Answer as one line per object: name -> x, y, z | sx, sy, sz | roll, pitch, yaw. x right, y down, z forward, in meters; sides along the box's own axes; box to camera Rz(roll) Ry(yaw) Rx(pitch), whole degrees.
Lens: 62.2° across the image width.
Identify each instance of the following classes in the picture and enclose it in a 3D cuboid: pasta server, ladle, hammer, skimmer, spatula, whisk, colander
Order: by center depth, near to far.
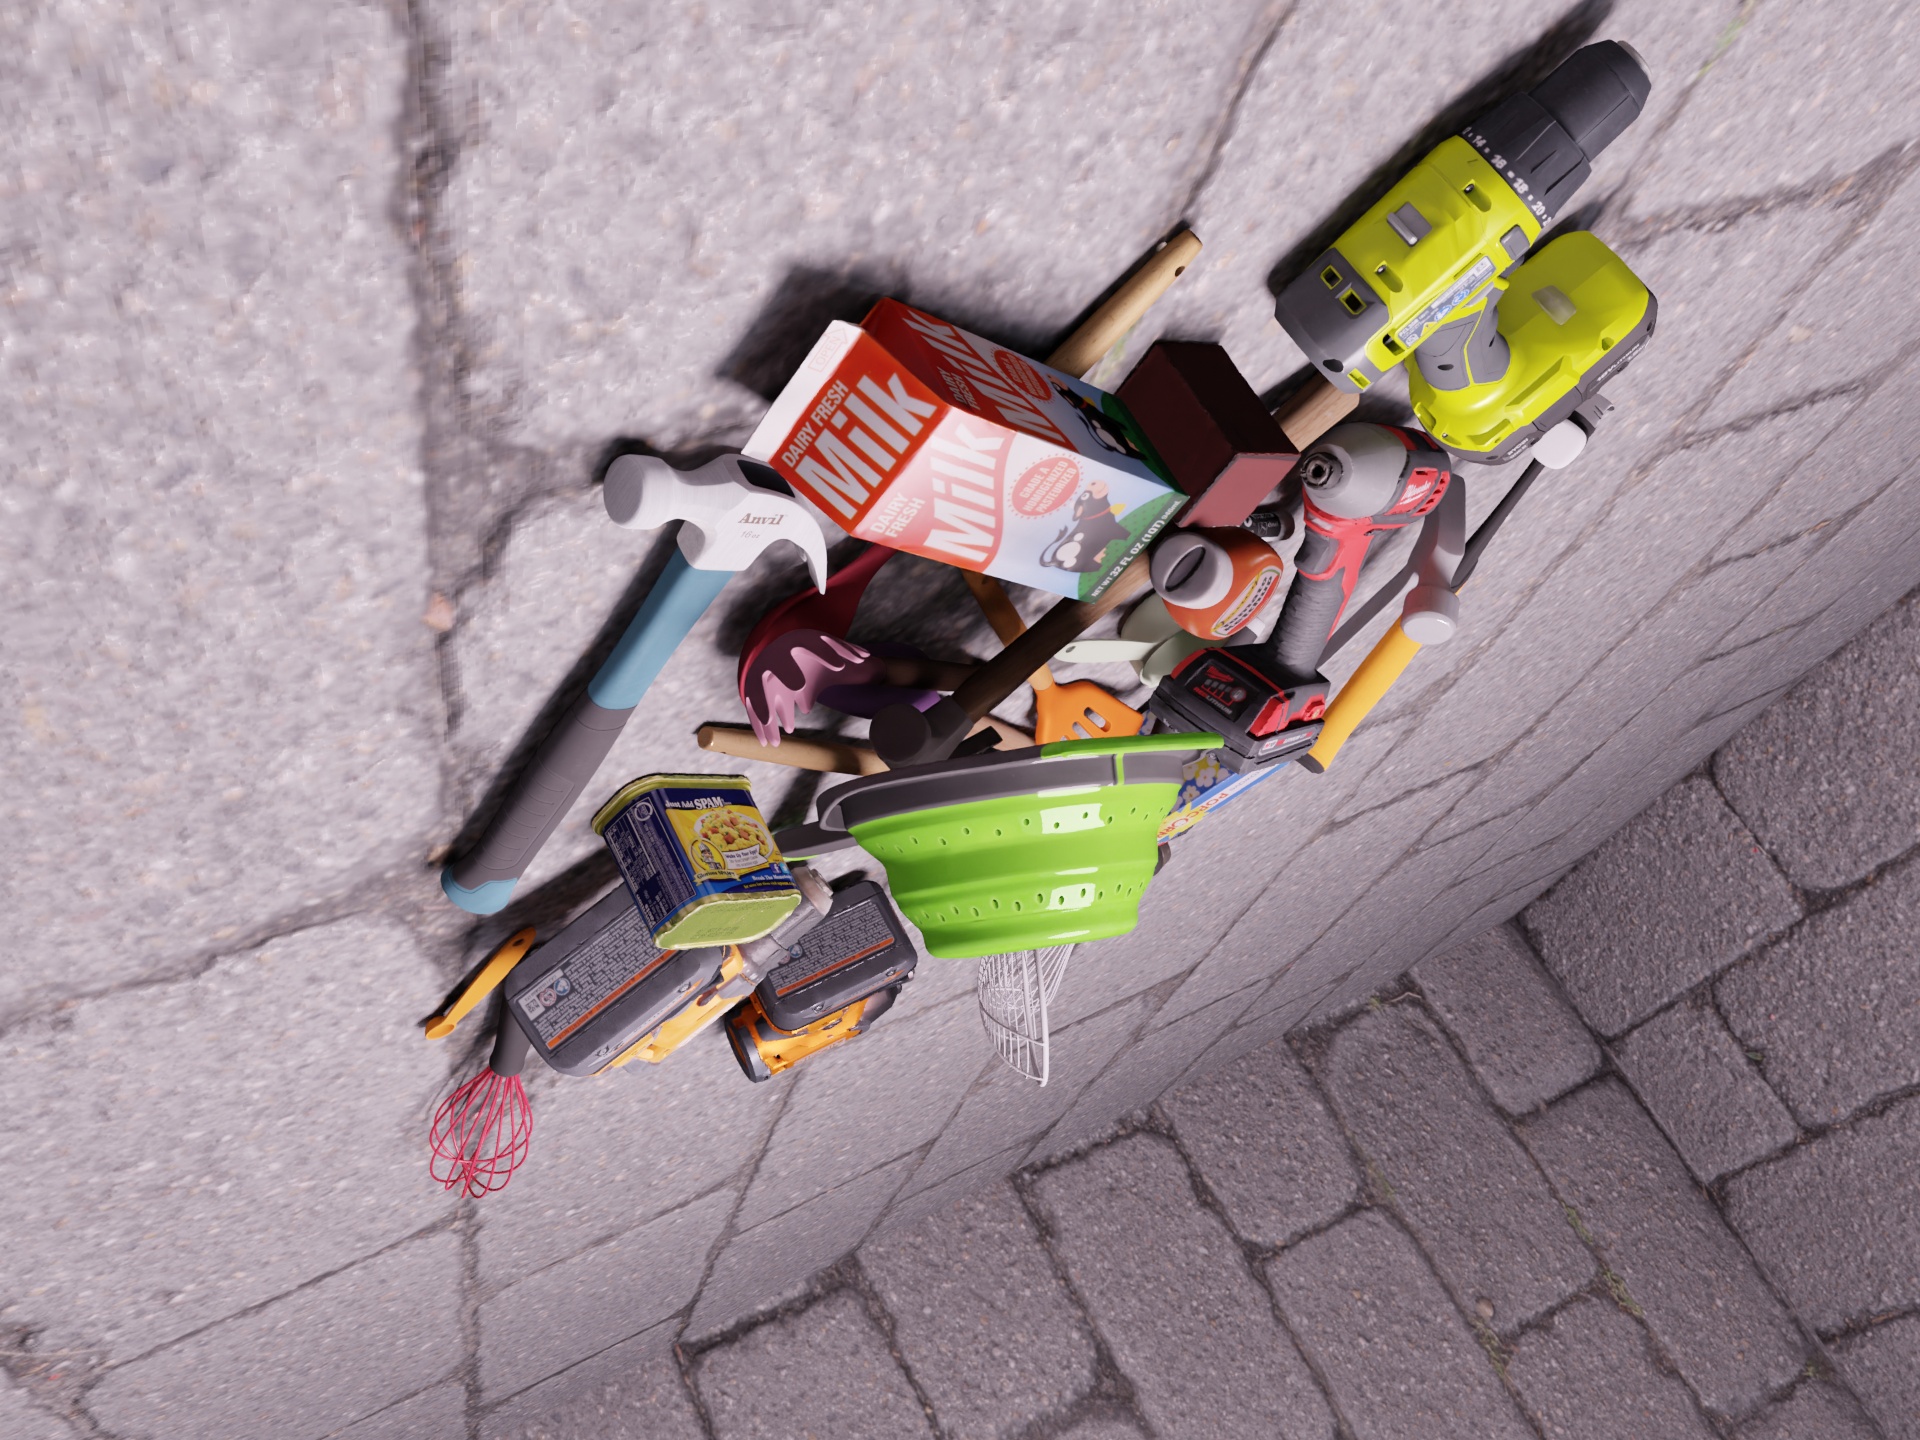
ladle -> -0.004, -0.115, 0.760 | 0.315, 0.031, 0.069 | -43, 160, 22
hammer -> -0.174, -0.005, 0.766 | 0.128, 0.033, 0.331 | -4, 146, -46
pasta server -> -0.030, -0.020, 0.853 | 0.060, 0.040, 0.316 | -44, 165, 16
hammer -> 0.088, -0.079, 0.875 | 0.331, 0.031, 0.130 | -40, 168, -3
colander -> -0.012, 0.086, 0.892 | 0.204, 0.094, 0.397 | -2, 171, -33
ladle -> -0.049, 0.040, 0.993 | 0.078, 0.062, 0.320 | -2, 172, 35
spatula -> 0.053, -0.029, 0.993 | 0.081, 0.041, 0.322 | -50, 157, -5
spatula -> -0.002, -0.003, 1.008 | 0.060, 0.018, 0.315 | -39, 156, 14
whisk -> -0.314, 0.244, 1.088 | 0.073, 0.073, 0.295 | -13, 146, -37
hammer -> 0.334, -0.089, 1.117 | 0.127, 0.034, 0.336 | -38, 163, -52
skimmer -> 0.125, 0.090, 1.136 | 0.363, 0.090, 0.127 | -54, -173, 3
hammer -> 0.254, -0.038, 1.175 | 0.035, 0.144, 0.405 | 21, 151, -7
whisk -> 0.102, 0.202, 1.535 | 0.070, 0.070, 0.284 | -11, 145, -40

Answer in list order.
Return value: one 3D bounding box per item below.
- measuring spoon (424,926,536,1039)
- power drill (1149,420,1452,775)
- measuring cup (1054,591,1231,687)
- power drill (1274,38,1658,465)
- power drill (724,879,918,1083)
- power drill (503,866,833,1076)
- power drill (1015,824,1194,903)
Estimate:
measuring spoon -> -0.301, 0.162, 0.993 | 0.117, 0.011, 0.021 | -45, 153, 23
power drill -> 0.210, -0.080, 0.975 | 0.143, 0.079, 0.219 | -10, 131, -53
measuring cup -> 0.109, -0.058, 1.010 | 0.167, 0.038, 0.083 | -4, 146, -45
power drill -> 0.281, -0.229, 0.816 | 0.190, 0.080, 0.228 | -42, 153, 20
power drill -> -0.099, 0.204, 1.246 | 0.164, 0.084, 0.226 | -23, 161, -20
power drill -> -0.174, 0.152, 1.018 | 0.185, 0.084, 0.226 | -38, 167, -3
power drill -> 0.118, 0.106, 1.320 | 0.188, 0.080, 0.226 | -21, 159, -23
